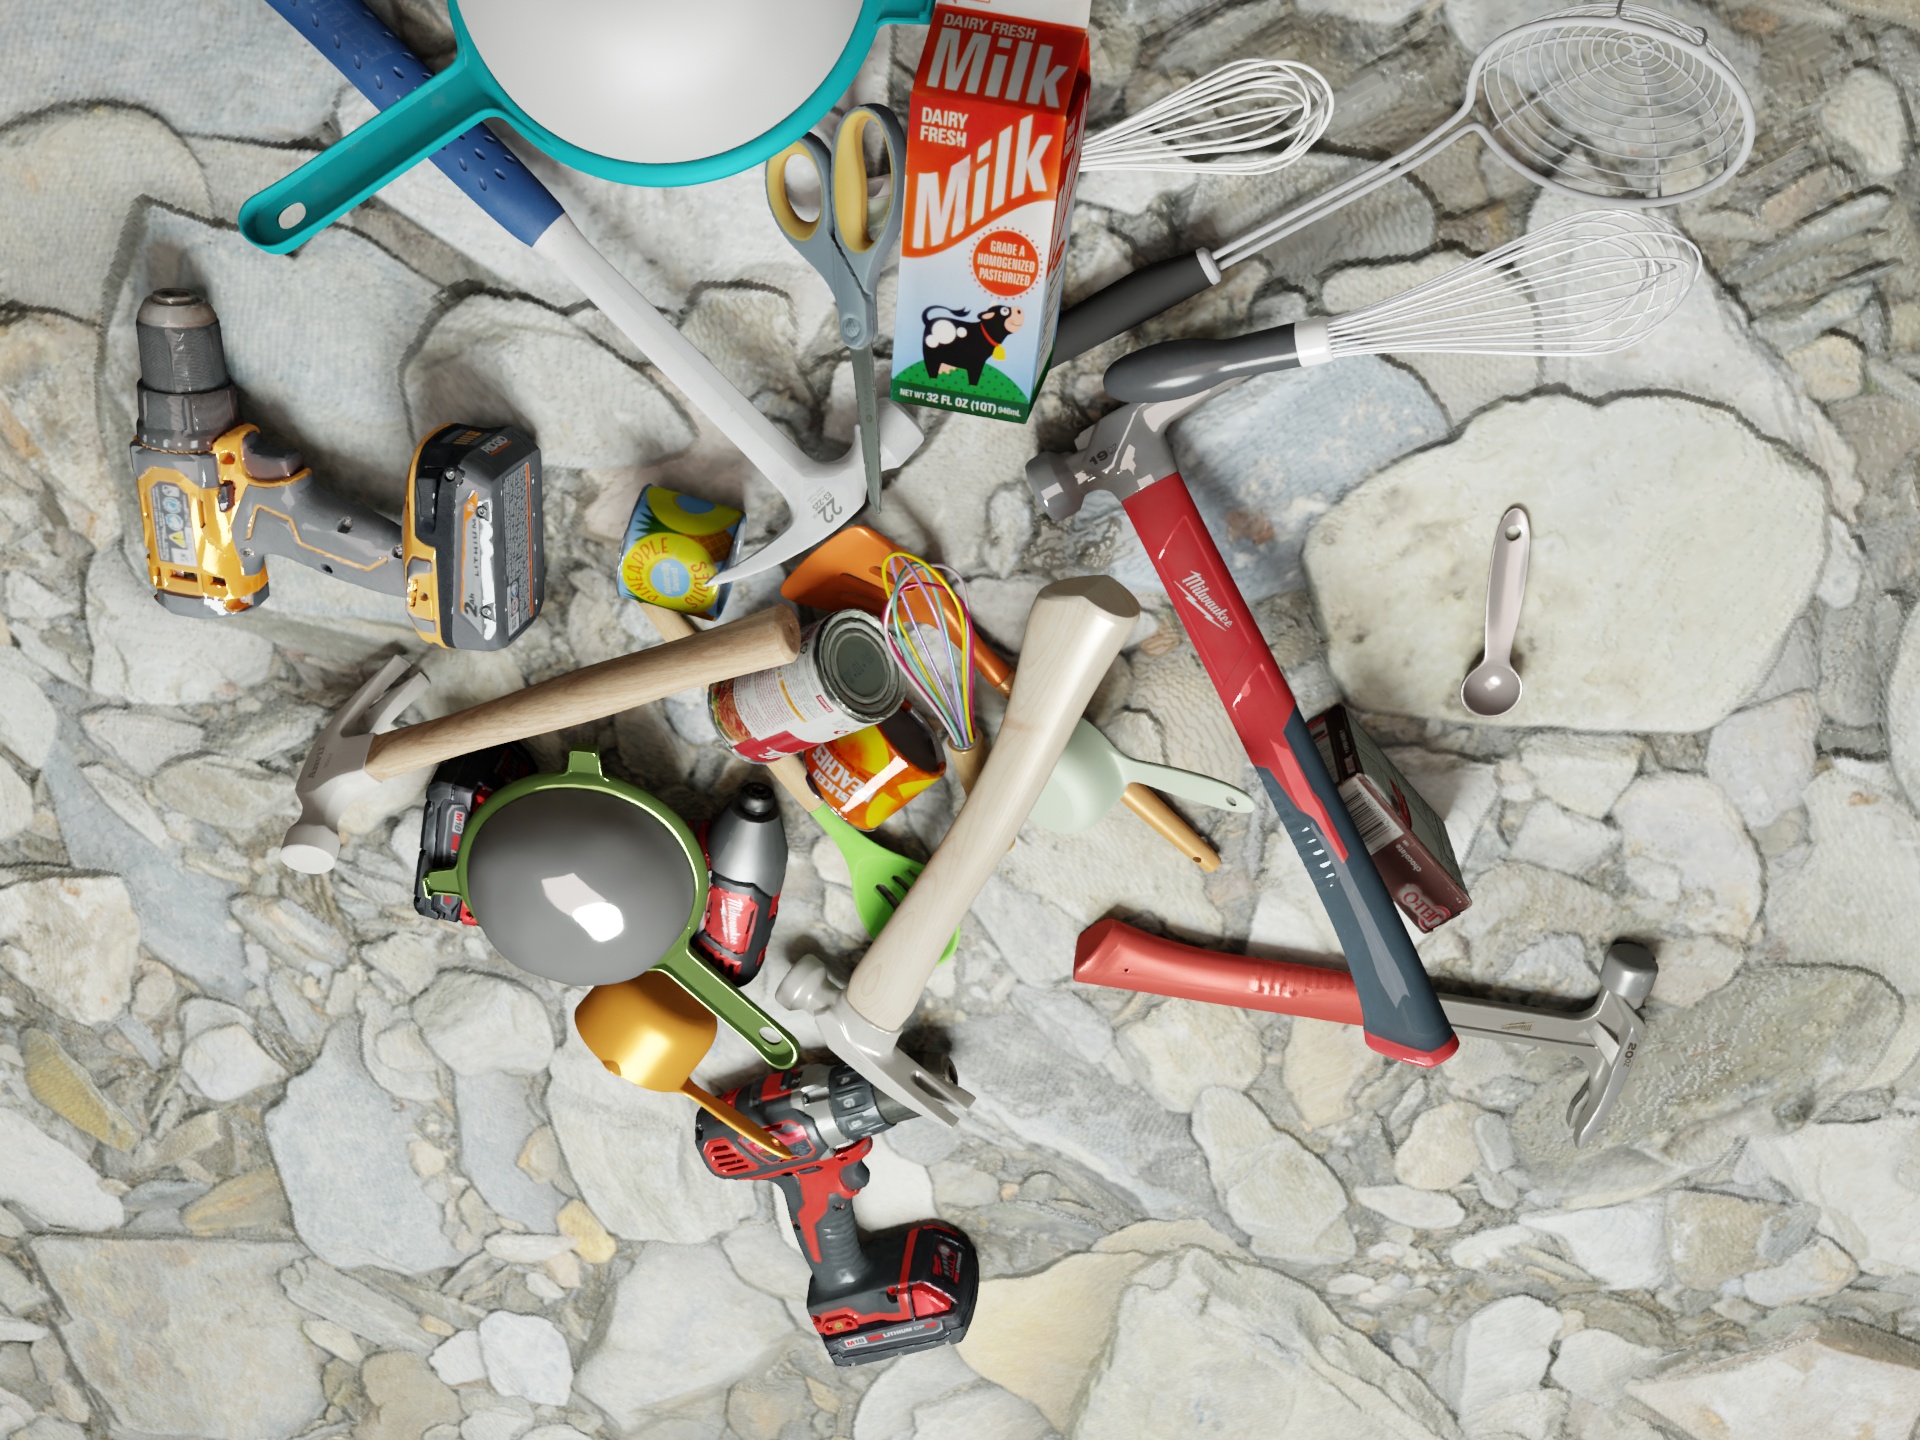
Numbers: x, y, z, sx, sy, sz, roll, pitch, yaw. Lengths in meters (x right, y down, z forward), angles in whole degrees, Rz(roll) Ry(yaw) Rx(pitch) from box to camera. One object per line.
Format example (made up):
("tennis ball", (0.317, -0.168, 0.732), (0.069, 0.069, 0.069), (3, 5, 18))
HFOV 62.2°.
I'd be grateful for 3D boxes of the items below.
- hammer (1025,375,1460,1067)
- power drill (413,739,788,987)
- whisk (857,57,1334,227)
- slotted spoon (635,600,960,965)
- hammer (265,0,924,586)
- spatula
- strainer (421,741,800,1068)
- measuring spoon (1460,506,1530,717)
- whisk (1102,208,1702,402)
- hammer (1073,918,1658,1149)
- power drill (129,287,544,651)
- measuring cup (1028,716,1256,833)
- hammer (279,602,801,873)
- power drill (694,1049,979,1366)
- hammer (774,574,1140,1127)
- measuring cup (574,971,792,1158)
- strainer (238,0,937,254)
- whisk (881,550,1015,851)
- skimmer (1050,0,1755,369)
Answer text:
("hammer", (0.182, 0.001, 0.850), (0.143, 0.038, 0.386), (-27, 90, 16))
("power drill", (-0.218, 0.082, 0.997), (0.219, 0.079, 0.143), (15, 119, -5))
("whisk", (0.060, -0.281, 0.789), (0.246, 0.058, 0.059), (-8, 147, 15))
("slotted spoon", (-0.102, 0.032, 0.983), (0.070, 0.031, 0.313), (-28, 110, 29))
("hammer", (-0.208, -0.241, 0.820), (0.405, 0.035, 0.144), (44, 82, -12))
("spatula", (0.039, -0.004, 0.941), (0.322, 0.041, 0.081), (41, 134, -17))
("strainer", (-0.192, 0.143, 0.951), (0.151, 0.069, 0.256), (-38, 111, 19))
("measuring spoon", (0.305, -0.061, 0.900), (0.034, 0.018, 0.124), (3, 112, 5))
("whisk", (0.205, -0.191, 0.774), (0.284, 0.070, 0.070), (-7, 118, 24))
("hammer", (0.250, 0.187, 1.024), (0.359, 0.037, 0.149), (8, 119, 1))
("power drill", (-0.355, -0.137, 0.893), (0.226, 0.084, 0.185), (9, 117, 6))
("measuring cup", (0.085, 0.038, 0.878), (0.168, 0.038, 0.083), (14, 138, 44))
("hammer", (-0.241, -0.008, 0.908), (0.331, 0.130, 0.031), (-16, 139, 19))
("power drill", (-0.060, 0.332, 1.115), (0.188, 0.080, 0.226), (-19, 112, 15))
("hammer", (0.011, 0.084, 0.913), (0.146, 0.038, 0.410), (36, 131, 10))
("measuring cup", (-0.169, 0.220, 1.046), (0.173, 0.095, 0.052), (36, 99, 0))
("strainer", (-0.193, -0.316, 0.697), (0.340, 0.095, 0.211), (-33, 89, 4))
("whisk", (0.000, -0.002, 0.912), (0.047, 0.051, 0.244), (-4, 136, 15))
("skimmer", (0.184, -0.231, 0.776), (0.363, 0.090, 0.127), (-24, 148, 20))
